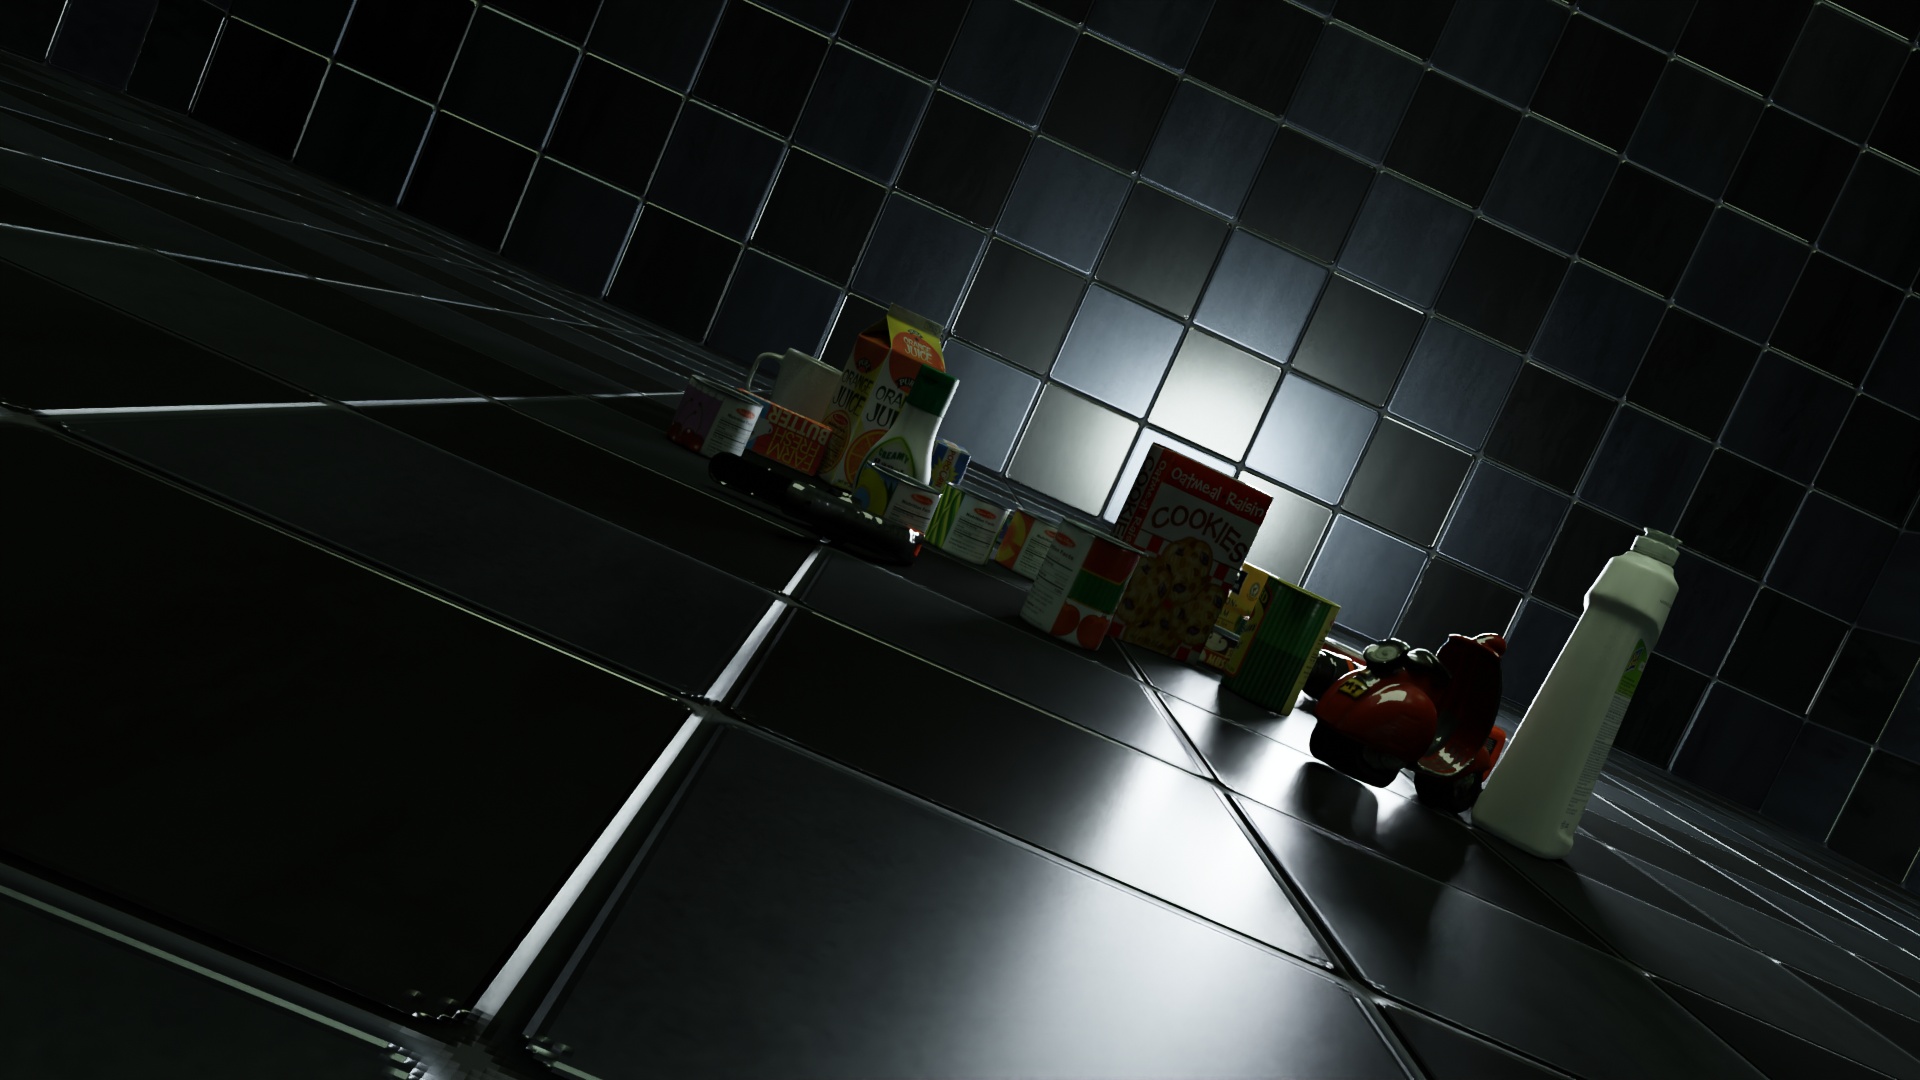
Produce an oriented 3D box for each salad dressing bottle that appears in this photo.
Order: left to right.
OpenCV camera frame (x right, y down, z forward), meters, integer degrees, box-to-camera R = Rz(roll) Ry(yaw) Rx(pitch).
[{"bbox_3d":[-0.047,-0.083,1.231,0.064,0.147,0.044,26,5,19],"label":"salad dressing bottle"}]

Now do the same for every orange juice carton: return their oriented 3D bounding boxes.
[{"bbox_3d":[-0.082,-0.142,1.413,0.072,0.192,0.073,21,6,-37],"label":"orange juice carton"}]

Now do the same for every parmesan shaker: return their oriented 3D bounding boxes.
[{"bbox_3d":[0.270,0.089,1.177,0.071,0.103,0.071,24,5,-2],"label":"parmesan shaker"}]

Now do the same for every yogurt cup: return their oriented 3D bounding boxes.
[{"bbox_3d":[0.426,0.147,1.547,0.072,0.054,0.072,24,5,-2],"label":"yogurt cup"}]

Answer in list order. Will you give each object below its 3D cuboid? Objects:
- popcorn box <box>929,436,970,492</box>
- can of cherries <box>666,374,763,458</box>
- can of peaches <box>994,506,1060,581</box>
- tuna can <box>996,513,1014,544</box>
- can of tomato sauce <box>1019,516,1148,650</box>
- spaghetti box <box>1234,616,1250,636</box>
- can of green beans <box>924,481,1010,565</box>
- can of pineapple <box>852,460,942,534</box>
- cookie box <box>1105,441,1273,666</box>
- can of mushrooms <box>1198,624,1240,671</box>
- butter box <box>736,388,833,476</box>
[{"bbox_3d":[-0.025,-0.062,1.452,0.038,0.085,0.127,24,5,-5],"label":"popcorn box"},{"bbox_3d":[-0.213,-0.104,1.194,0.071,0.058,0.071,24,5,-2],"label":"can of cherries"},{"bbox_3d":[0.074,0.006,1.369,0.071,0.058,0.071,24,5,-2],"label":"can of peaches"},{"bbox_3d":[0.041,-0.018,1.598,0.071,0.033,0.071,24,5,-2],"label":"tuna can"},{"bbox_3d":[0.093,0.034,1.052,0.071,0.083,0.071,24,5,-2],"label":"can of tomato sauce"},{"bbox_3d":[0.326,0.111,1.487,0.029,0.050,0.250,26,6,22],"label":"spaghetti box"},{"bbox_3d":[0.005,-0.016,1.285,0.071,0.057,0.071,24,5,-2],"label":"can of green beans"},{"bbox_3d":[-0.056,-0.025,1.112,0.071,0.058,0.071,24,5,-2],"label":"can of pineapple"},{"bbox_3d":[0.186,0.013,1.209,0.123,0.167,0.040,21,6,-32],"label":"cookie box"},{"bbox_3d":[0.240,0.099,1.315,0.071,0.033,0.071,24,5,-2],"label":"can of mushrooms"},{"bbox_3d":[-0.183,-0.107,1.381,0.103,0.053,0.024,23,5,-15],"label":"butter box"}]
